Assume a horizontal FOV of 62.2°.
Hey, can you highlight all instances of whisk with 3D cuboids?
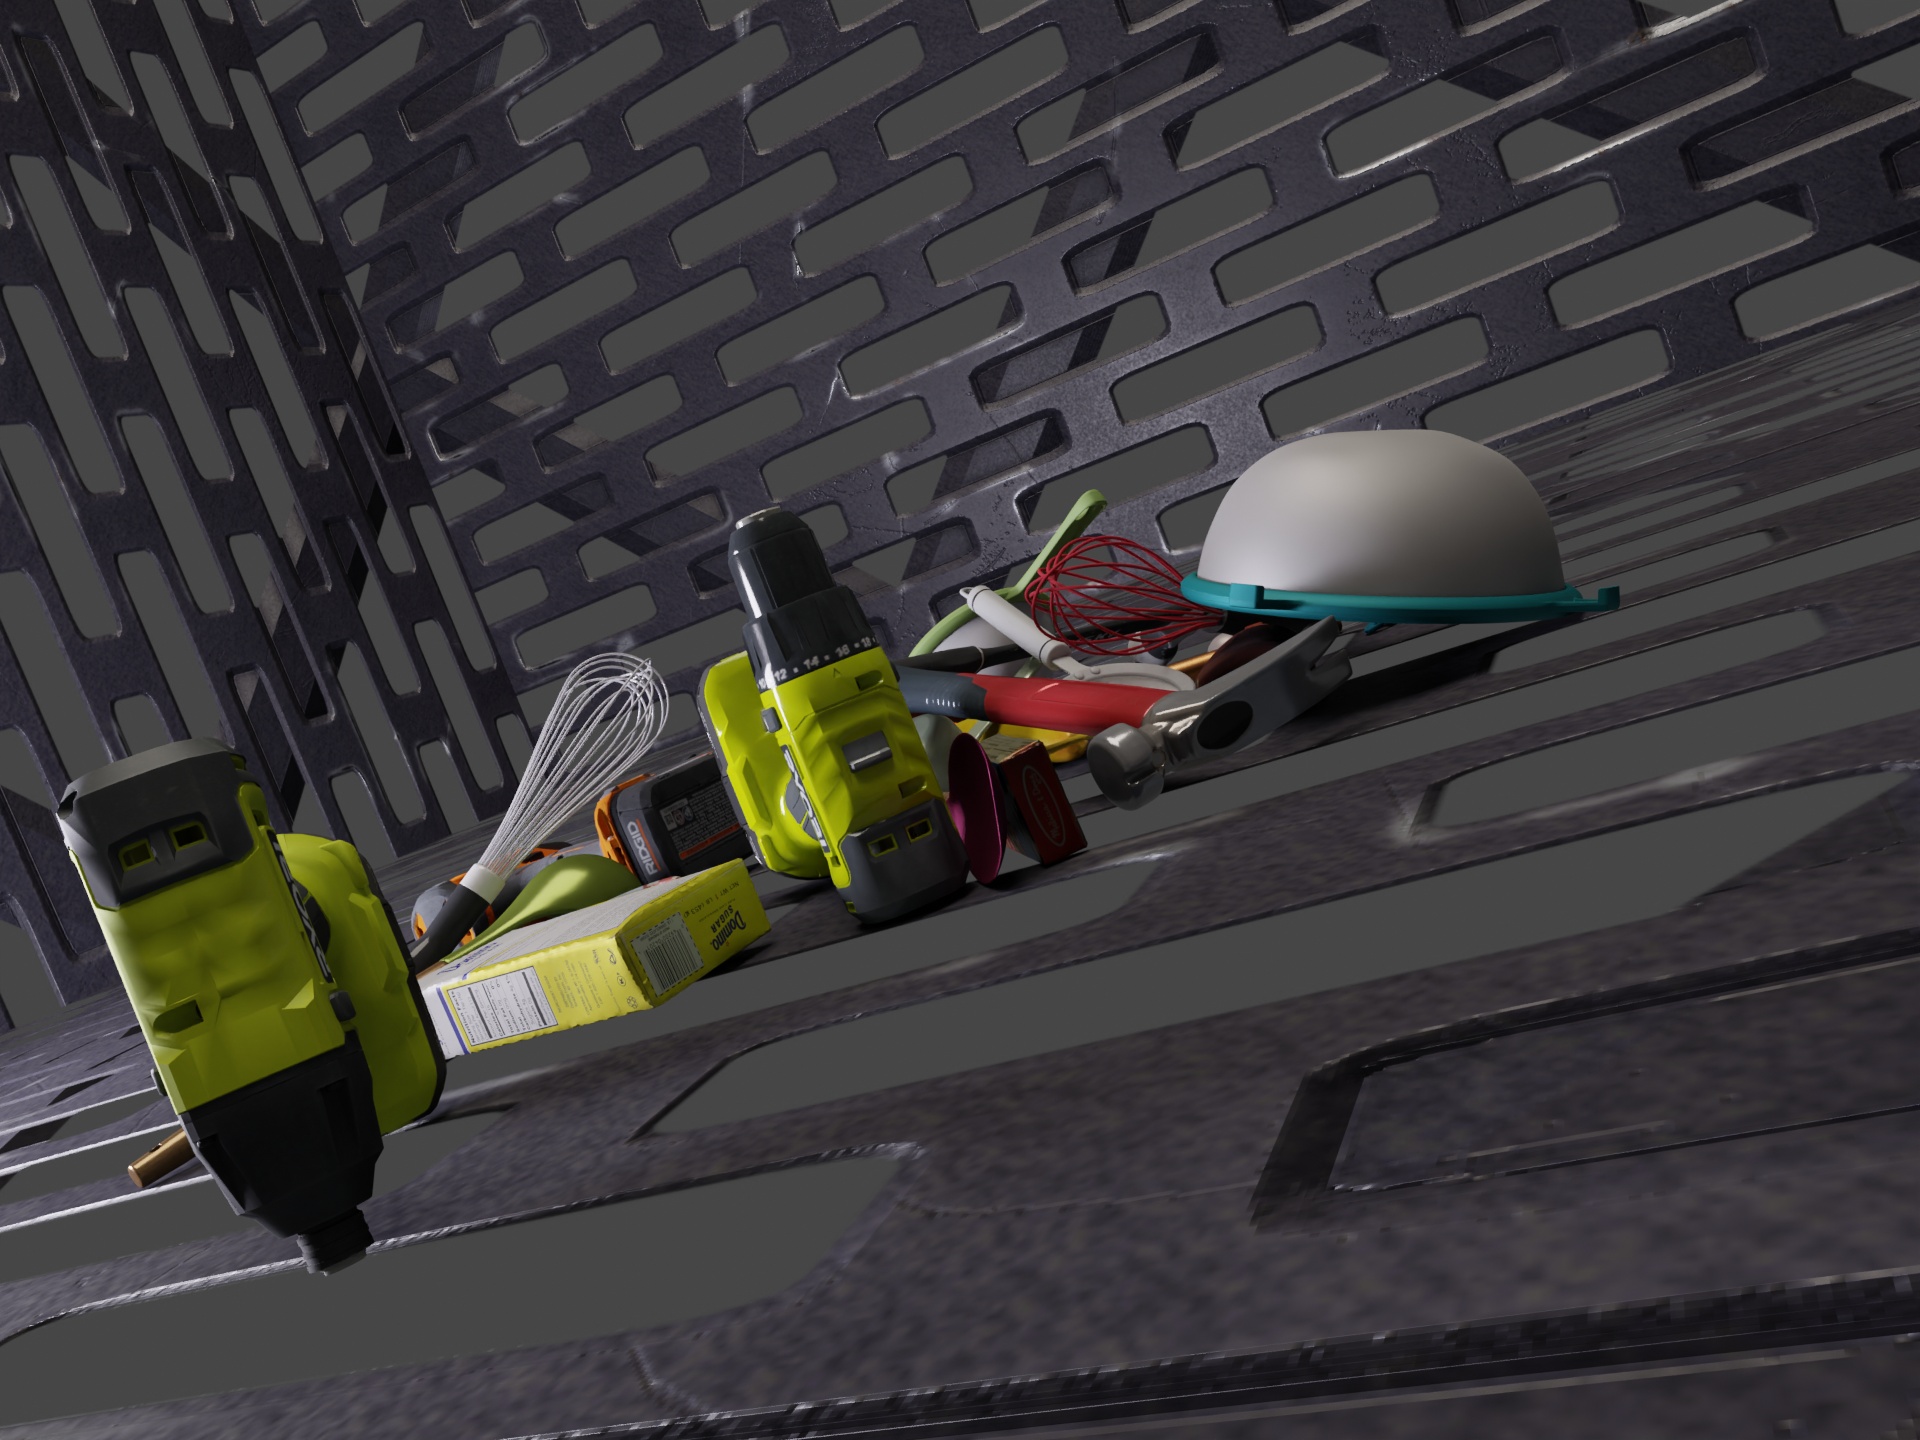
[{"bbox_3d":[-0.273,0.074,0.975,0.285,0.070,0.070,-57,19,-19],"label":"whisk"},{"bbox_3d":[0.146,-0.068,0.990,0.073,0.073,0.295,-17,-14,42],"label":"whisk"}]

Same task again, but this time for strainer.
[{"bbox_3d":[0.225,-0.122,0.922,0.211,0.095,0.340,0,12,-2],"label":"strainer"},{"bbox_3d":[0.054,-0.068,1.263,0.151,0.069,0.256,-5,-38,-44],"label":"strainer"},{"bbox_3d":[0.066,-0.037,1.008,0.087,0.050,0.259,-17,32,-23],"label":"strainer"}]

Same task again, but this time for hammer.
[{"bbox_3d":[0.045,-0.018,0.890,0.143,0.038,0.386,-28,16,-22],"label":"hammer"},{"bbox_3d":[0.024,-0.047,1.154,0.409,0.036,0.149,-14,-20,-30],"label":"hammer"}]

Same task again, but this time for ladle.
[{"bbox_3d":[-0.298,0.162,0.874,0.078,0.062,0.320,-5,21,40],"label":"ladle"}]

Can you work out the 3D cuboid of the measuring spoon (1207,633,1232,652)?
[{"bbox_3d":[0.223,-0.071,1.129,0.034,0.018,0.124,4,-23,-38],"label":"measuring spoon"}]

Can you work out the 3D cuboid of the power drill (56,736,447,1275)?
[{"bbox_3d":[-0.248,0.107,0.584,0.080,0.171,0.223,-22,-3,-16],"label":"power drill"}]

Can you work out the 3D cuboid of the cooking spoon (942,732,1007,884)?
[{"bbox_3d":[-0.004,0.045,0.823,0.017,0.069,0.319,-9,-2,-8],"label":"cooking spoon"}]

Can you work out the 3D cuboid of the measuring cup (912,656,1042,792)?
[{"bbox_3d":[-0.002,-0.003,1.031,0.167,0.038,0.083,-48,21,-20],"label":"measuring cup"}]

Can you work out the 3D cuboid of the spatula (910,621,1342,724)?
[{"bbox_3d":[0.109,-0.026,1.116,0.322,0.041,0.080,-18,-36,0],"label":"spatula"}]

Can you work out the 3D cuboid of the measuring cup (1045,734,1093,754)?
[{"bbox_3d":[0.068,0.023,0.884,0.156,0.029,0.062,-21,5,36],"label":"measuring cup"}]

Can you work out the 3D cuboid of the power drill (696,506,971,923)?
[{"bbox_3d":[-0.076,0.002,0.802,0.080,0.190,0.228,-22,1,-15],"label":"power drill"}]

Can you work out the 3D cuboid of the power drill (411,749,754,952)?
[{"bbox_3d":[-0.248,0.096,1.101,0.226,0.084,0.164,-23,3,27],"label":"power drill"}]

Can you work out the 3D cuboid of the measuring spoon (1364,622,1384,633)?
[{"bbox_3d":[0.313,-0.082,1.081,0.128,0.021,0.042,-36,6,-36],"label":"measuring spoon"}]
